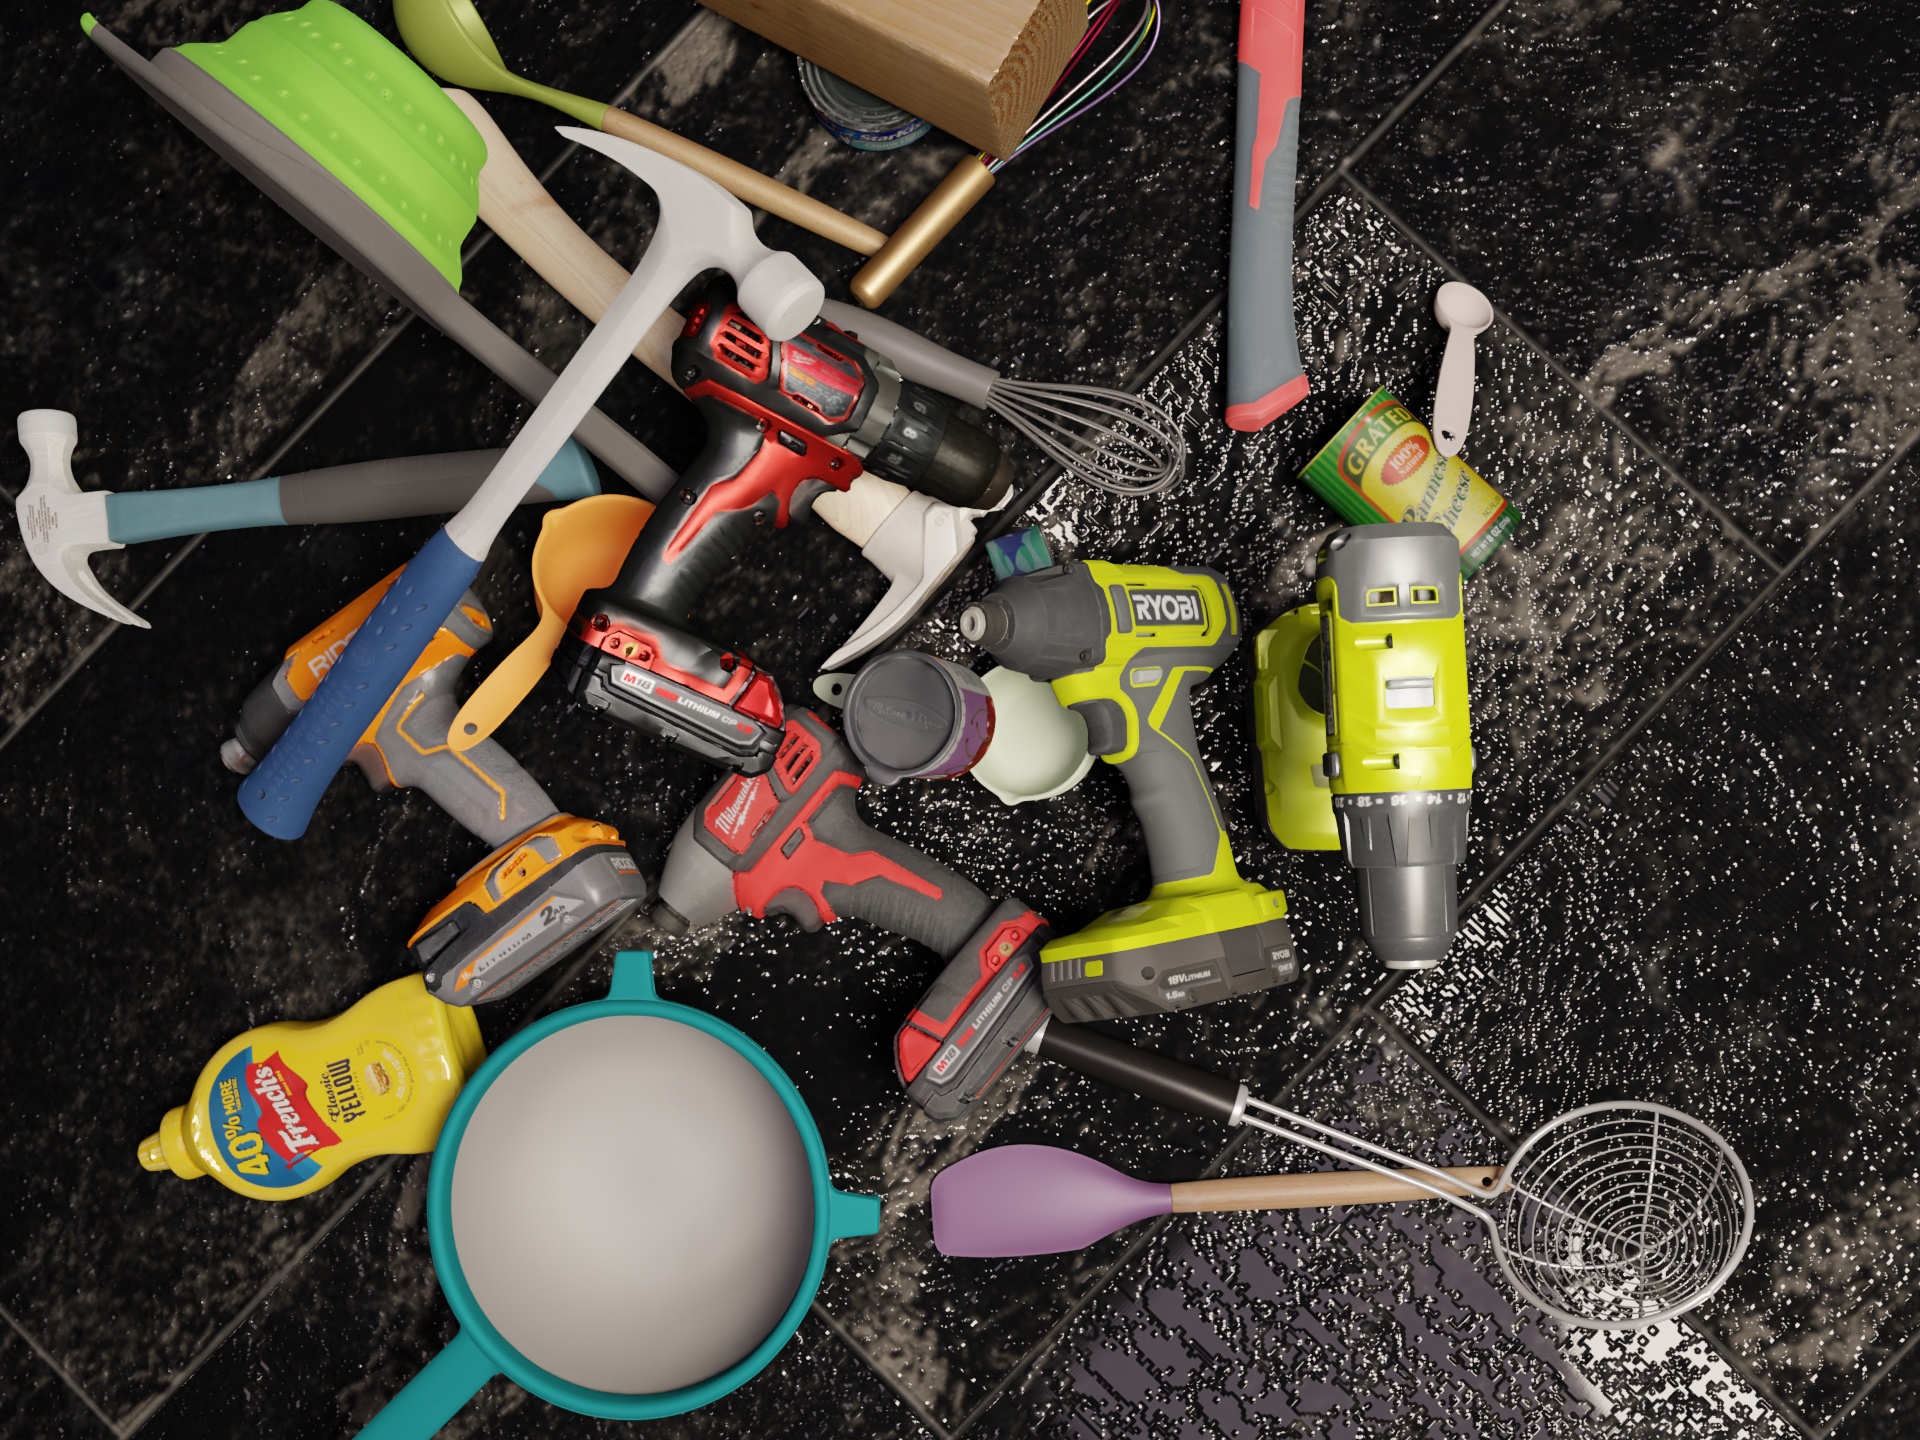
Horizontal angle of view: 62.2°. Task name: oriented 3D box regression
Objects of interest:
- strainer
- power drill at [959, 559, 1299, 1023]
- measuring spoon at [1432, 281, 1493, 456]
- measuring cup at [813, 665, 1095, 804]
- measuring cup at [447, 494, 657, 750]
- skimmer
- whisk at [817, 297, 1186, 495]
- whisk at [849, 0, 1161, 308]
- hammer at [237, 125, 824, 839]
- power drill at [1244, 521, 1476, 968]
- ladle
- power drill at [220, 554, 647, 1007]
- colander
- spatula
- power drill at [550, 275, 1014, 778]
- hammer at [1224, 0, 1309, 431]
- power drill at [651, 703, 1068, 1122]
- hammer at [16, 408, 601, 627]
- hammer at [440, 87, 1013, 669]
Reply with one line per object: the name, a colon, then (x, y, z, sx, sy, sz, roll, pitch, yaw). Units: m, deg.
strainer: (-0.211, 0.295, 0.852, 0.340, 0.095, 0.211, -45, 84, 2)
power drill: (0.083, 0.031, 0.796, 0.171, 0.080, 0.223, -4, 79, -41)
measuring spoon: (0.266, -0.188, 0.863, 0.034, 0.018, 0.124, 19, 61, -6)
measuring cup: (-0.001, -0.003, 0.888, 0.168, 0.038, 0.083, 12, 90, 20)
measuring cup: (-0.214, -0.043, 0.860, 0.095, 0.052, 0.174, 37, 68, 0)
skimmer: (0.209, 0.208, 0.826, 0.363, 0.090, 0.127, 19, 52, 10)
whisk: (0.016, -0.185, 0.885, 0.239, 0.055, 0.055, 24, 89, 7)
whisk: (0.024, -0.326, 0.885, 0.051, 0.047, 0.245, 42, 88, 4)
hammer: (-0.238, -0.099, 0.772, 0.144, 0.035, 0.405, 46, 109, 11)
power drill: (0.195, 0.015, 0.775, 0.080, 0.228, 0.190, -3, 88, 3)
ladle: (-0.170, -0.339, 0.896, 0.320, 0.078, 0.062, 25, 99, -3)
power drill: (-0.295, 0.042, 0.874, 0.164, 0.084, 0.226, -35, 82, 2)
colander: (-0.253, -0.250, 0.836, 0.397, 0.204, 0.094, 39, 87, -7)
spatula: (0.141, 0.258, 0.873, 0.316, 0.018, 0.060, -4, 81, 3)
power drill: (-0.089, -0.088, 0.815, 0.187, 0.080, 0.227, 25, 91, -24)
hammer: (0.157, -0.356, 0.888, 0.143, 0.038, 0.386, 3, 88, 4)
power drill: (-0.056, 0.107, 0.851, 0.220, 0.078, 0.143, 39, 85, 13)
hammer: (-0.371, -0.128, 0.906, 0.331, 0.033, 0.128, -6, 87, 2)
hammer: (-0.170, -0.206, 0.899, 0.410, 0.038, 0.146, 41, 91, 4)
